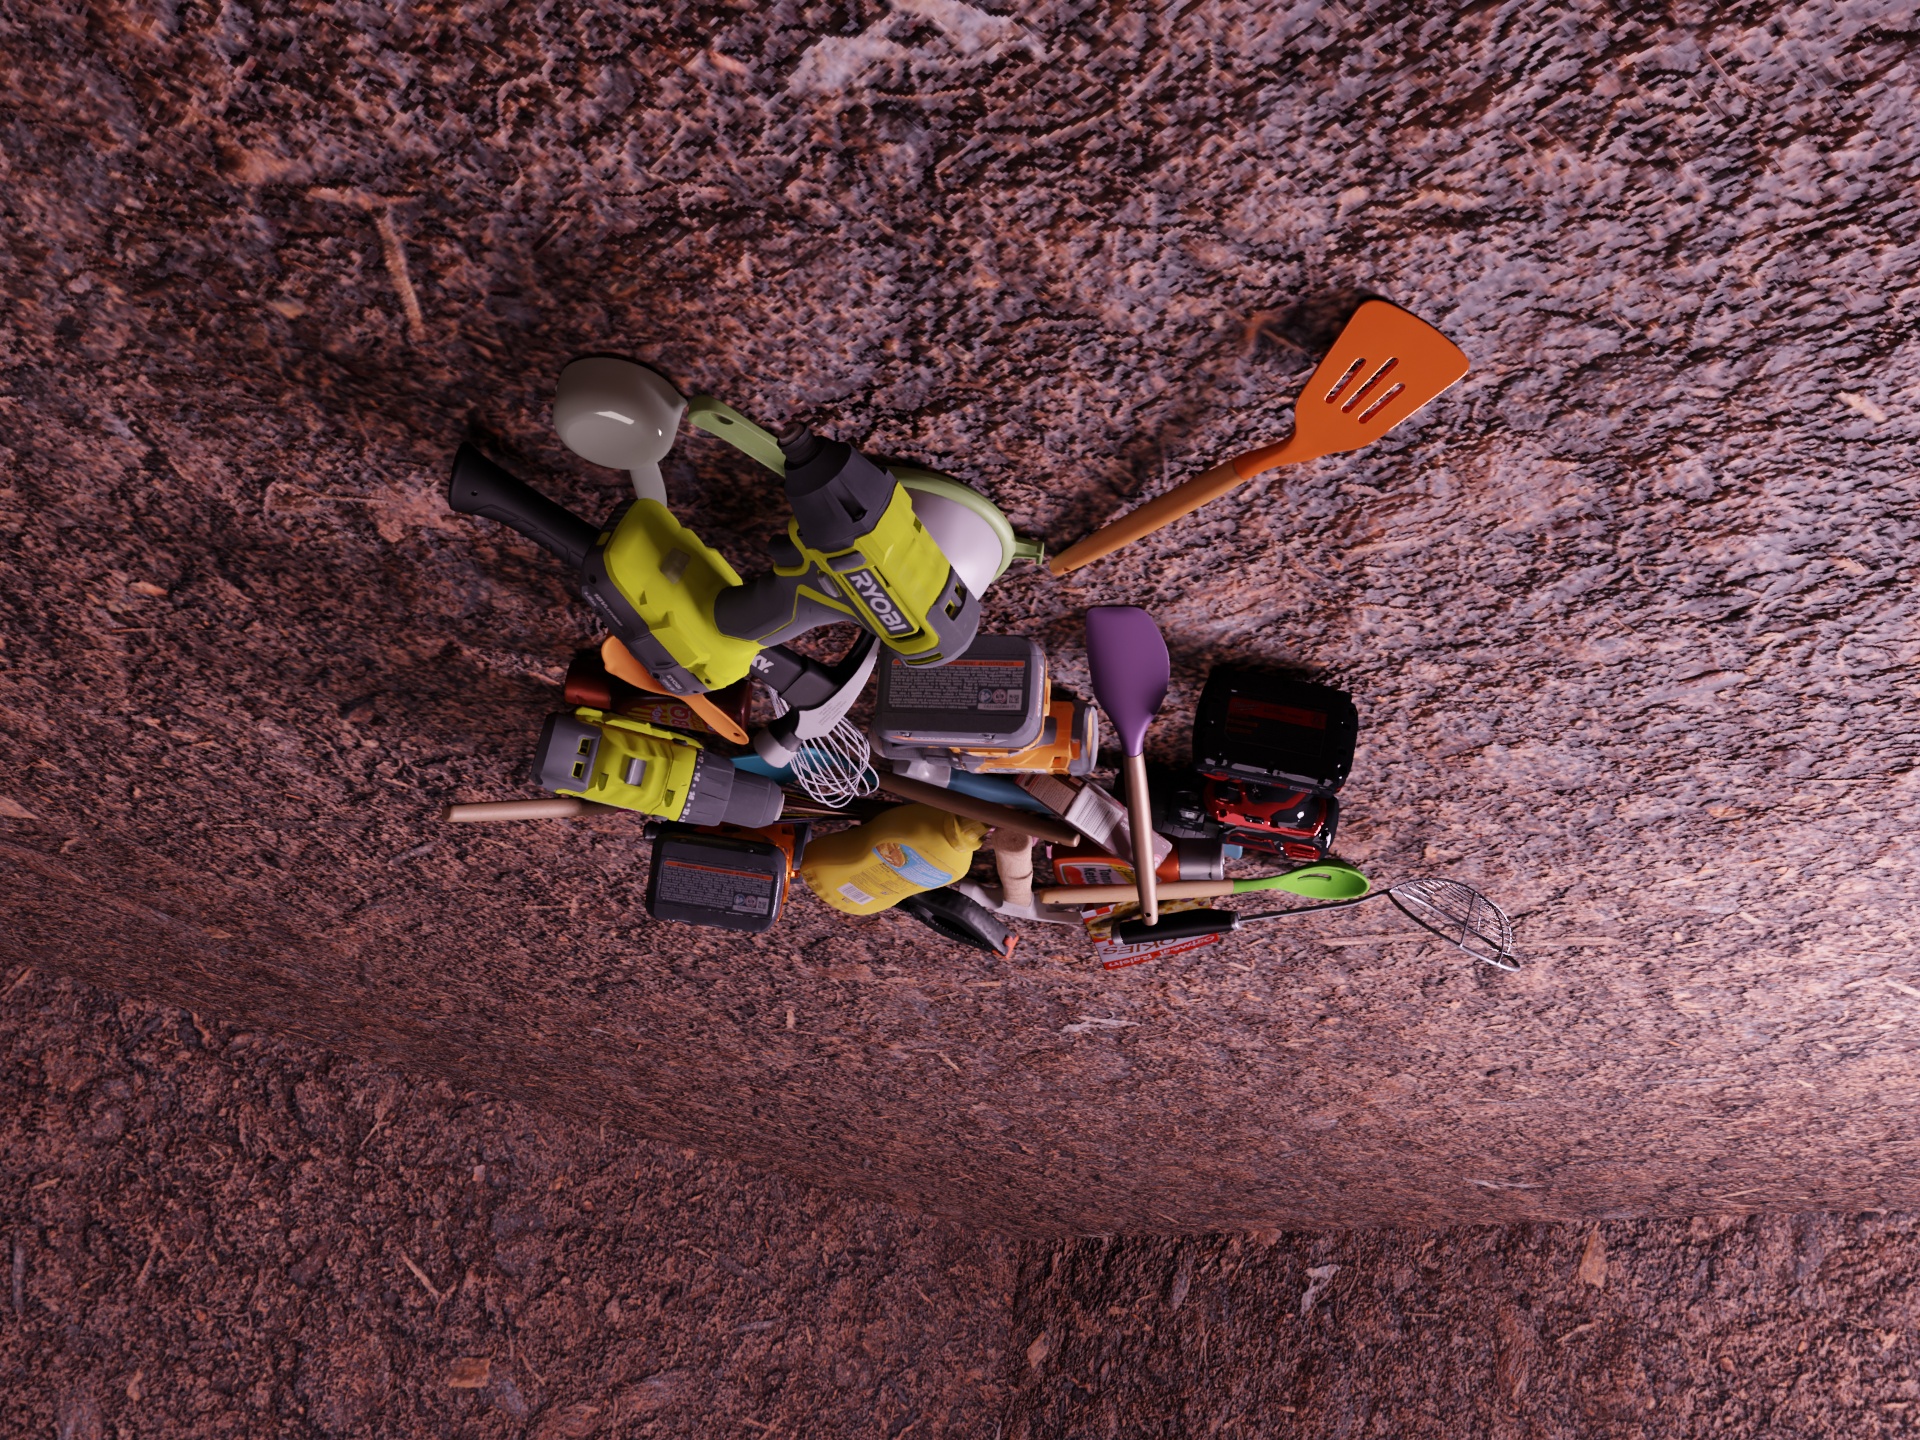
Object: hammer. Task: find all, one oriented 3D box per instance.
[{"bbox_3d":[0.055,0.147,1.501,0.130,0.031,0.331,11,165,6],"label":"hammer"},{"bbox_3d":[0.099,0.076,1.414,0.331,0.033,0.128,12,153,-9],"label":"hammer"},{"bbox_3d":[-0.204,-0.091,1.103,0.334,0.035,0.146,33,116,-31],"label":"hammer"}]

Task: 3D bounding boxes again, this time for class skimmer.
[{"bbox_3d":[0.315,0.203,1.450,0.363,0.090,0.127,-11,175,23],"label":"skimmer"}]

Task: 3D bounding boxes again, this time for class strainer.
[{"bbox_3d":[-0.077,-0.120,1.025,0.151,0.069,0.256,-16,147,40],"label":"strainer"}]

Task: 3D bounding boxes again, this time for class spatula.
[{"bbox_3d":[0.137,0.043,1.222,0.060,0.018,0.315,2,129,14],"label":"spatula"},{"bbox_3d":[0.154,-0.150,0.954,0.081,0.041,0.322,22,155,-27],"label":"spatula"},{"bbox_3d":[-0.048,0.067,1.348,0.318,0.044,0.082,16,165,24],"label":"spatula"}]

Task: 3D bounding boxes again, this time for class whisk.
[{"bbox_3d":[-0.138,-0.026,1.229,0.070,0.070,0.284,-4,141,23],"label":"whisk"},{"bbox_3d":[-0.112,0.080,1.470,0.245,0.051,0.047,7,176,4],"label":"whisk"}]

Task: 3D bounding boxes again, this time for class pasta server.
[{"bbox_3d":[-0.017,0.101,1.495,0.316,0.040,0.060,6,164,6],"label":"pasta server"}]

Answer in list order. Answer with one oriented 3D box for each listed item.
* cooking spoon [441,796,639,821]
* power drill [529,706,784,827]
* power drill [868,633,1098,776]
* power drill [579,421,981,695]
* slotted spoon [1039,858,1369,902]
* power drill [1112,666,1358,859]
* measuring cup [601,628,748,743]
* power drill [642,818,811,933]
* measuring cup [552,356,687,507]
[{"bbox_3d":[-0.326,0.075,1.409,0.069,0.017,0.318,11,-174,33],"label":"cooking spoon"},{"bbox_3d":[-0.252,0.042,1.298,0.190,0.080,0.228,15,177,-16],"label":"power drill"},{"bbox_3d":[-0.002,-0.004,1.199,0.185,0.084,0.226,2,169,14],"label":"power drill"},{"bbox_3d":[-0.119,-0.095,0.979,0.223,0.080,0.171,-9,134,35],"label":"power drill"},{"bbox_3d":[0.226,0.152,1.467,0.313,0.031,0.070,-2,151,-11],"label":"slotted spoon"},{"bbox_3d":[0.216,0.042,1.266,0.188,0.080,0.226,11,159,9],"label":"power drill"},{"bbox_3d":[-0.205,-0.042,1.232,0.095,0.052,0.173,-5,149,23],"label":"measuring cup"},{"bbox_3d":[-0.229,0.129,1.479,0.164,0.084,0.226,9,-174,-1],"label":"power drill"},{"bbox_3d":[-0.210,-0.164,1.009,0.083,0.038,0.167,6,154,3],"label":"measuring cup"}]
